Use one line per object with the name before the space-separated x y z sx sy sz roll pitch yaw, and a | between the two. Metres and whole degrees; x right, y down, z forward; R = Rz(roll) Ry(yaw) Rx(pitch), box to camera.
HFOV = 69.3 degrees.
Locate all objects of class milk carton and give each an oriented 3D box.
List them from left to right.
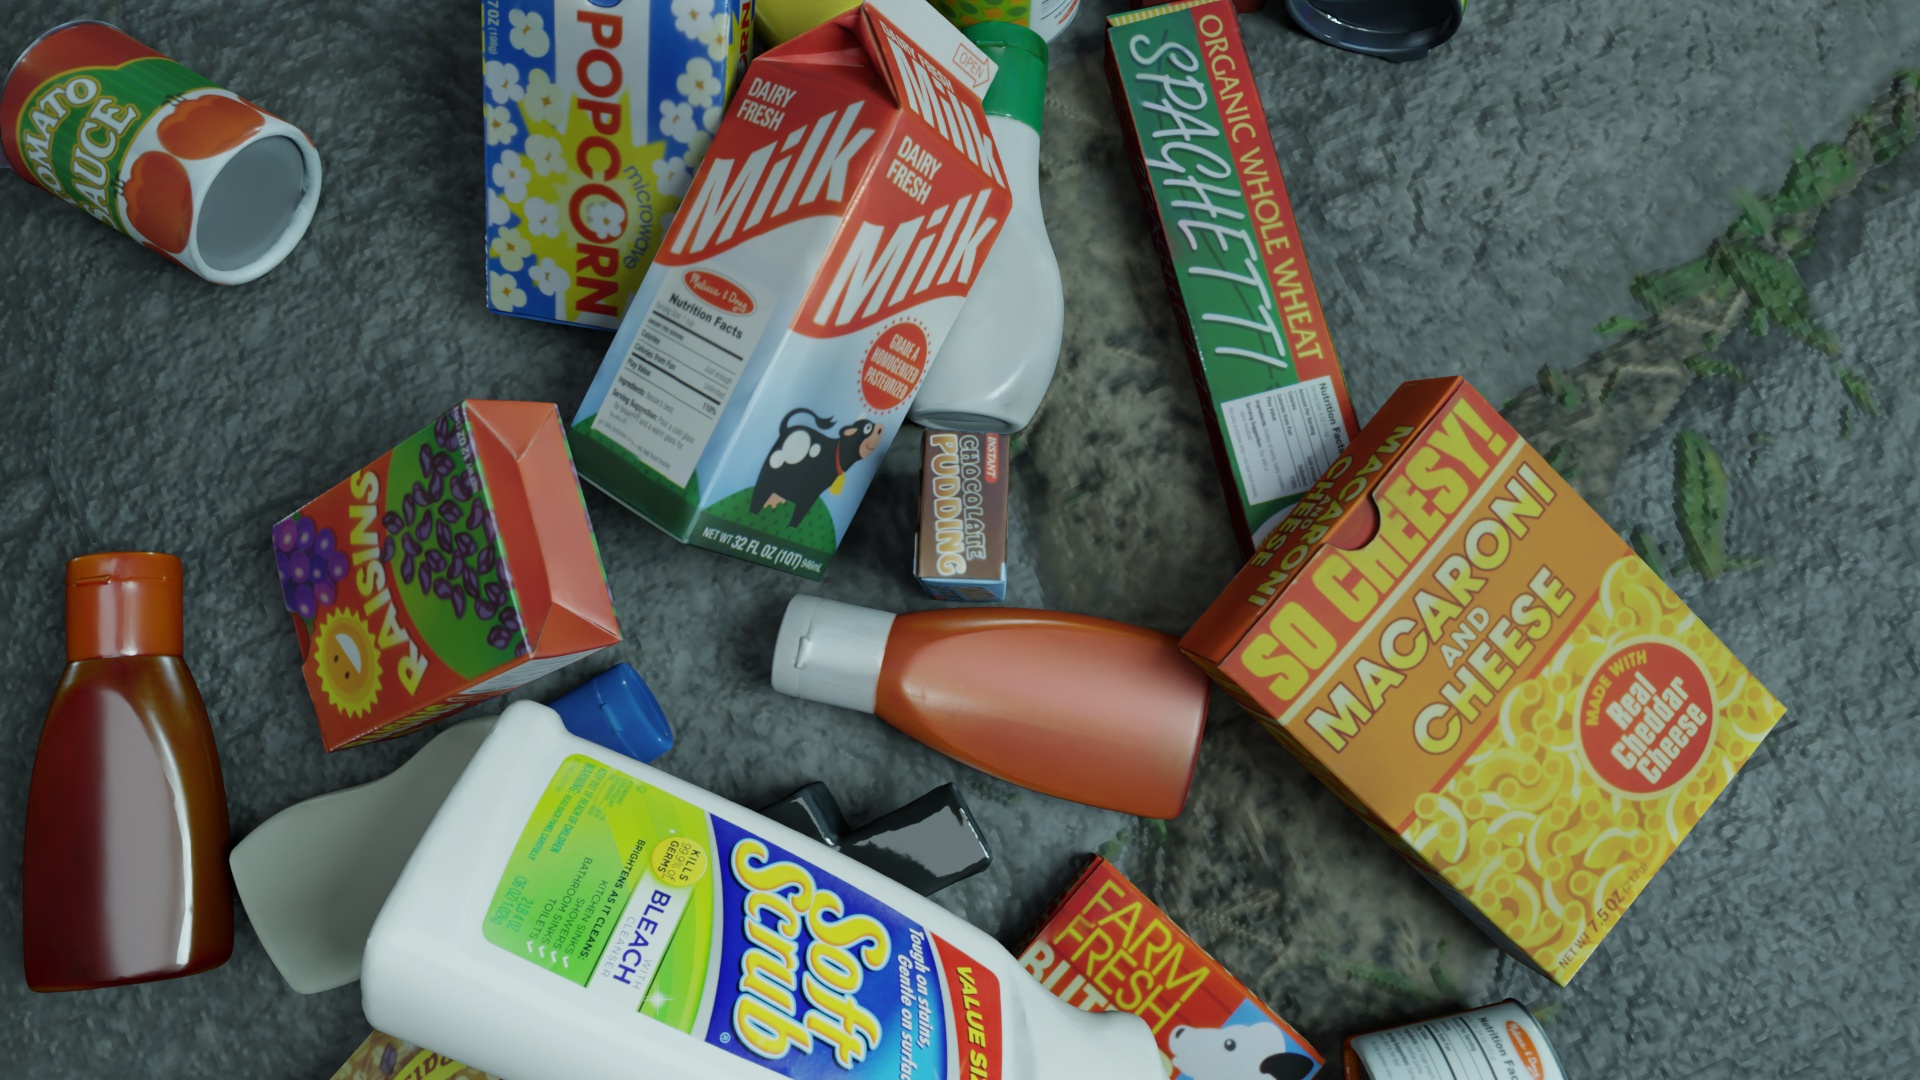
milk carton | -0.049 -0.090 0.468 0.073 0.072 0.190 30 95 34

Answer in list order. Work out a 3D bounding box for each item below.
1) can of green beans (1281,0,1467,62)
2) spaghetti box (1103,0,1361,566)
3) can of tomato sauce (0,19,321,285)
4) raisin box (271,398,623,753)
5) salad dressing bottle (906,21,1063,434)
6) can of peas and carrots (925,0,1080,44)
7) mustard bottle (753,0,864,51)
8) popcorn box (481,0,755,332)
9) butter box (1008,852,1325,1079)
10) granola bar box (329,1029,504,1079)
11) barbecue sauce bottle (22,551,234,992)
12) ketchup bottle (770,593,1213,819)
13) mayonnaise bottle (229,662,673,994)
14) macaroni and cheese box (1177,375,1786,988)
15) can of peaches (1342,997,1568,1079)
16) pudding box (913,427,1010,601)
can of green beans | 0.157 -0.221 0.510 0.071 0.071 0.058 17 83 4
spaghetti box | 0.107 -0.079 0.510 0.050 0.028 0.250 -14 82 -1
can of tomato sauce | -0.292 -0.140 0.509 0.083 0.071 0.071 29 84 5
raisin box | -0.177 0.015 0.469 0.123 0.040 0.086 -23 81 34
salad dressing bottle | 0.009 -0.114 0.511 0.064 0.044 0.148 4 81 13
can of peas and carrots | 0.012 -0.224 0.518 0.071 0.058 0.071 0 82 1
mustard bottle | -0.058 -0.216 0.523 0.065 0.049 0.160 -29 82 -1
popcorn box | -0.121 -0.138 0.490 0.085 0.038 0.126 10 116 4
butter box | 0.069 0.162 0.480 0.103 0.024 0.053 42 86 7
granola bar box | -0.164 0.214 0.442 0.165 0.039 0.124 -48 49 -5
barbecue sauce bottle | -0.295 0.079 0.492 0.065 0.043 0.148 -6 81 1
ketchup bottle | 0.010 0.051 0.487 0.149 0.043 0.064 12 91 4
mayonnaise bottle | -0.174 0.095 0.488 0.148 0.041 0.065 -30 83 -4
macaroni and cheese box | 0.175 0.046 0.462 0.166 0.040 0.124 42 85 -11
can of peaches | 0.163 0.191 0.453 0.058 0.071 0.071 -12 82 0
pudding box | 0.002 -0.006 0.475 0.030 0.083 0.049 3 83 2
